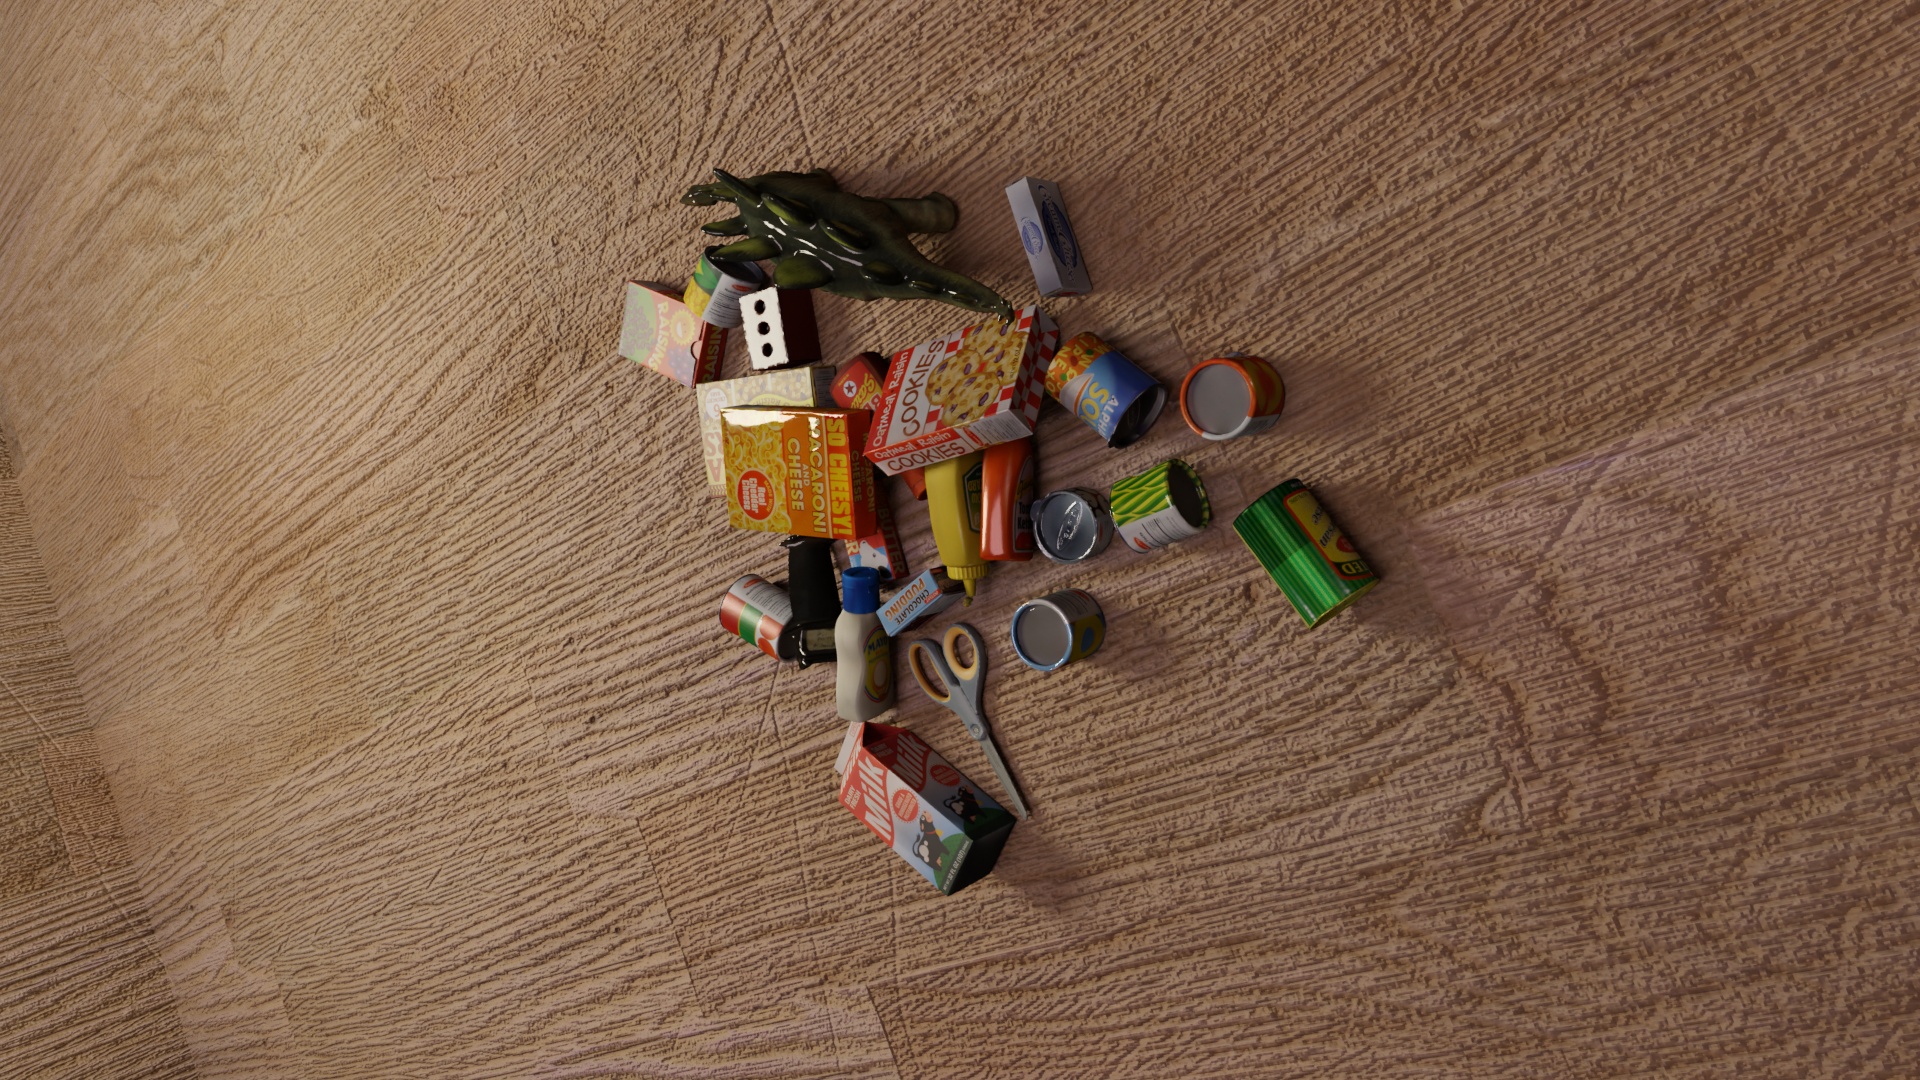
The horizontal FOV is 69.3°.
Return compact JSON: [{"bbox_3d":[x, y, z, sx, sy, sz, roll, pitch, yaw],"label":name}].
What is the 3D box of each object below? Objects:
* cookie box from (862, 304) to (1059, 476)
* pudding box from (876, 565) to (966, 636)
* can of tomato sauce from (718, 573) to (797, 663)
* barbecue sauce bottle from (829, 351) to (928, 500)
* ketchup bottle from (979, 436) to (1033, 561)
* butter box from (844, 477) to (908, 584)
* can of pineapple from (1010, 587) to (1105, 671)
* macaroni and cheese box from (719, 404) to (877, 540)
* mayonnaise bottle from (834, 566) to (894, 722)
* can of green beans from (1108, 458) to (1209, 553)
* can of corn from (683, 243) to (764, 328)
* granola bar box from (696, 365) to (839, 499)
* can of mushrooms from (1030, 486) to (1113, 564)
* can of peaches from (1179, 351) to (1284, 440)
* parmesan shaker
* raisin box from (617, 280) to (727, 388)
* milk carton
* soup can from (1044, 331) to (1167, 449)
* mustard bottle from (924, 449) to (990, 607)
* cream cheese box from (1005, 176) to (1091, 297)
[{"bbox_3d":[-0.001,-0.133,1.239,0.167,0.040,0.123,-13,48,37],"label":"cookie box"},{"bbox_3d":[-0.035,0.057,1.330,0.083,0.050,0.030,-40,73,34],"label":"pudding box"},{"bbox_3d":[-0.198,0.083,1.443,0.083,0.071,0.071,27,112,29],"label":"can of tomato sauce"},{"bbox_3d":[-0.065,-0.107,1.330,0.064,0.044,0.149,-44,72,33],"label":"barbecue sauce bottle"},{"bbox_3d":[0.043,-0.056,1.251,0.043,0.065,0.148,1,90,23],"label":"ketchup bottle"},{"bbox_3d":[-0.090,-0.007,1.375,0.053,0.024,0.103,-16,87,37],"label":"butter box"},{"bbox_3d":[0.086,0.081,1.240,0.071,0.058,0.071,7,102,35],"label":"can of pineapple"},{"bbox_3d":[-0.158,-0.069,1.356,0.166,0.040,0.123,6,105,35],"label":"macaroni and cheese box"},{"bbox_3d":[-0.095,0.101,1.362,0.041,0.065,0.147,11,111,33],"label":"mayonnaise bottle"},{"bbox_3d":[0.166,-0.029,1.160,0.057,0.071,0.071,-23,84,36],"label":"can of green beans"},{"bbox_3d":[-0.243,-0.261,1.423,0.071,0.071,0.058,45,120,22],"label":"can of corn"},{"bbox_3d":[-0.195,-0.109,1.427,0.165,0.039,0.124,-3,96,36],"label":"granola bar box"},{"bbox_3d":[0.099,-0.015,1.232,0.071,0.033,0.071,7,102,35],"label":"can of mushrooms"},{"bbox_3d":[0.217,-0.117,1.114,0.071,0.058,0.071,7,102,35],"label":"can of peaches"},{"bbox_3d":[0.268,0.010,1.088,0.071,0.071,0.103,-45,71,32],"label":"parmesan shaker"},{"bbox_3d":[-0.309,-0.222,1.492,0.123,0.040,0.085,25,110,30],"label":"raisin box"},{"bbox_3d":[-0.048,0.251,1.355,0.191,0.074,0.072,35,116,27],"label":"milk carton"},{"bbox_3d":[0.120,-0.126,1.175,0.084,0.071,0.071,41,119,25],"label":"soup can"},{"bbox_3d":[0.005,-0.016,1.284,0.049,0.065,0.159,4,105,39],"label":"mustard bottle"},{"bbox_3d":[0.076,-0.260,1.197,0.024,0.053,0.104,-21,85,34],"label":"cream cheese box"}]
